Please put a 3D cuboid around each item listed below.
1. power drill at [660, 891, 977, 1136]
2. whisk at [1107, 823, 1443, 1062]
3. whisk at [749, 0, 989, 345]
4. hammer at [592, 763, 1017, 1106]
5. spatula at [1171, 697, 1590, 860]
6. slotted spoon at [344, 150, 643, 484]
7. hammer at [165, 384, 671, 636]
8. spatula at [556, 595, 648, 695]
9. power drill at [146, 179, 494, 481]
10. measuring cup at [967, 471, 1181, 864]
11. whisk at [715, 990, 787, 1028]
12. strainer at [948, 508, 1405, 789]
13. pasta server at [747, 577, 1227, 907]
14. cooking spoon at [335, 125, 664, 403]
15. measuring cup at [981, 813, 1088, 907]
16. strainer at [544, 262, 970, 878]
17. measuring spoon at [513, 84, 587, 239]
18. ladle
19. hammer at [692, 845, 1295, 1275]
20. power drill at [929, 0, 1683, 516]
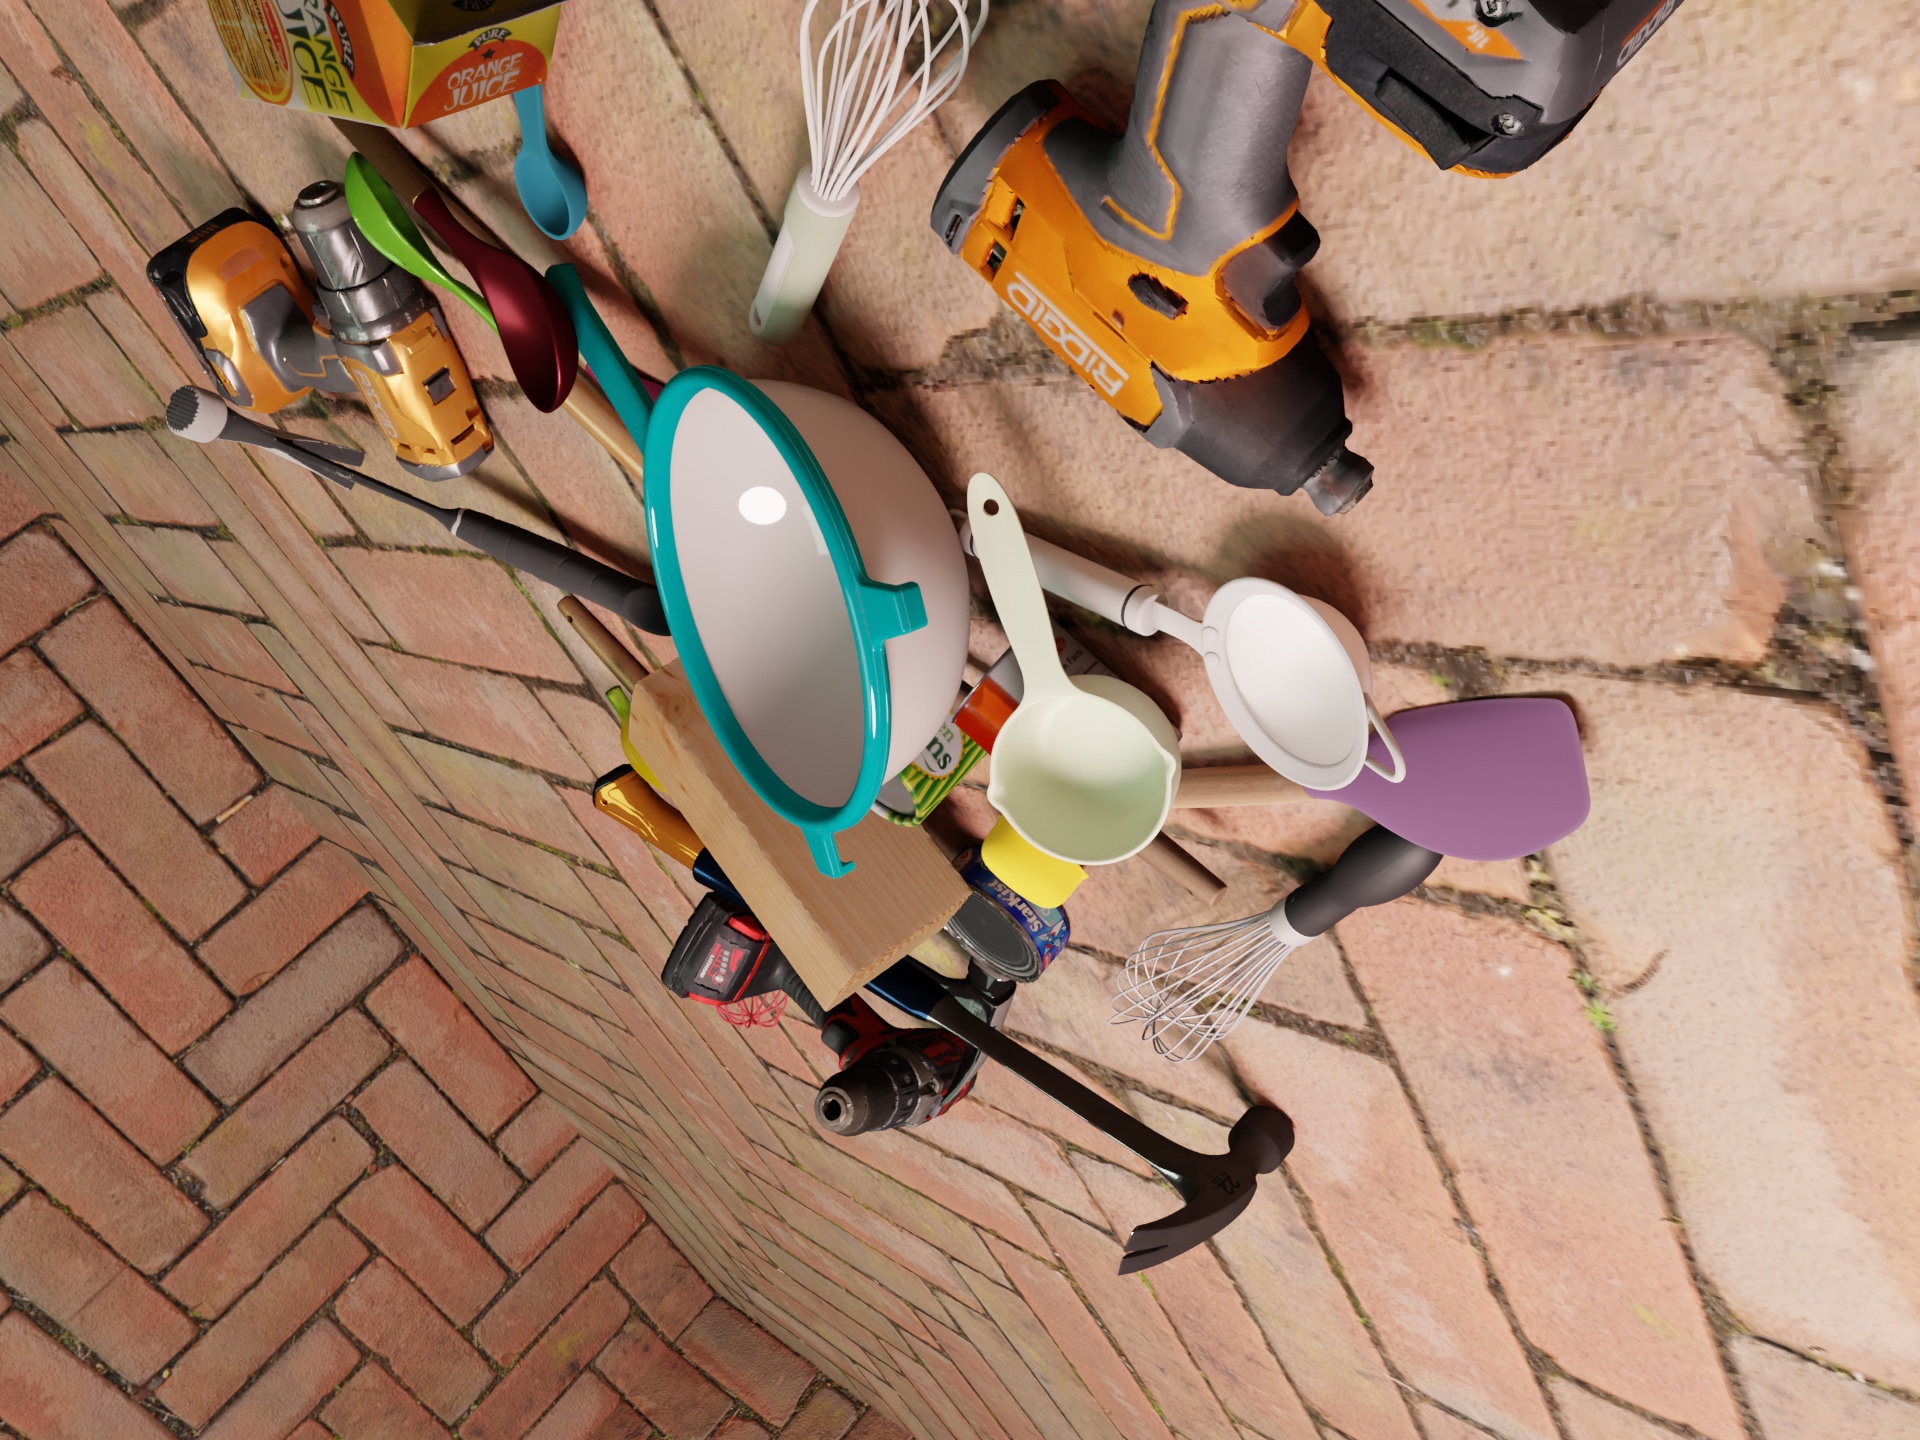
[{"bbox_3d":[-0.108,0.216,1.152,0.227,0.080,0.187,34,-169,21],"label":"power drill"},{"bbox_3d":[0.141,0.103,0.743,0.070,0.070,0.284,43,150,4],"label":"whisk"},{"bbox_3d":[-0.047,-0.200,0.583,0.246,0.059,0.058,142,122,-68],"label":"whisk"},{"bbox_3d":[-0.117,0.130,1.088,0.337,0.034,0.127,29,124,17],"label":"hammer"},{"bbox_3d":[0.134,0.029,0.676,0.316,0.018,0.060,-7,94,60],"label":"spatula"},{"bbox_3d":[-0.219,-0.184,0.864,0.313,0.031,0.070,44,-178,-5],"label":"slotted spoon"},{"bbox_3d":[-0.346,-0.136,1.069,0.409,0.036,0.149,23,-177,25],"label":"hammer"},{"bbox_3d":[-0.177,0.037,1.115,0.317,0.044,0.082,48,130,-2],"label":"spatula"},{"bbox_3d":[-0.400,-0.253,0.976,0.226,0.084,0.185,22,146,30],"label":"power drill"},{"bbox_3d":[0.039,-0.024,0.647,0.083,0.038,0.167,-13,104,26],"label":"measuring cup"},{"bbox_3d":[-0.184,0.161,1.296,0.073,0.073,0.295,30,144,28],"label":"whisk"},{"bbox_3d":[0.081,-0.043,0.633,0.259,0.050,0.086,30,141,39],"label":"strainer"},{"bbox_3d":[-0.001,-0.003,0.788,0.316,0.040,0.060,38,170,23],"label":"pasta server"},{"bbox_3d":[-0.211,-0.207,0.836,0.319,0.017,0.068,44,156,0],"label":"cooking spoon"},{"bbox_3d":[0.028,0.061,0.825,0.062,0.029,0.156,33,169,21],"label":"measuring cup"},{"bbox_3d":[-0.089,-0.109,0.744,0.341,0.095,0.210,56,149,27],"label":"strainer"},{"bbox_3d":[-0.184,-0.276,0.706,0.042,0.021,0.128,35,144,26],"label":"measuring spoon"},{"bbox_3d":[-0.284,-0.276,0.795,0.315,0.031,0.069,48,143,11],"label":"ladle"},{"bbox_3d":[-0.008,0.180,0.956,0.406,0.144,0.035,29,125,26],"label":"hammer"},{"bbox_3d":[0.088,-0.148,0.428,0.164,0.084,0.226,44,158,0],"label":"power drill"}]
